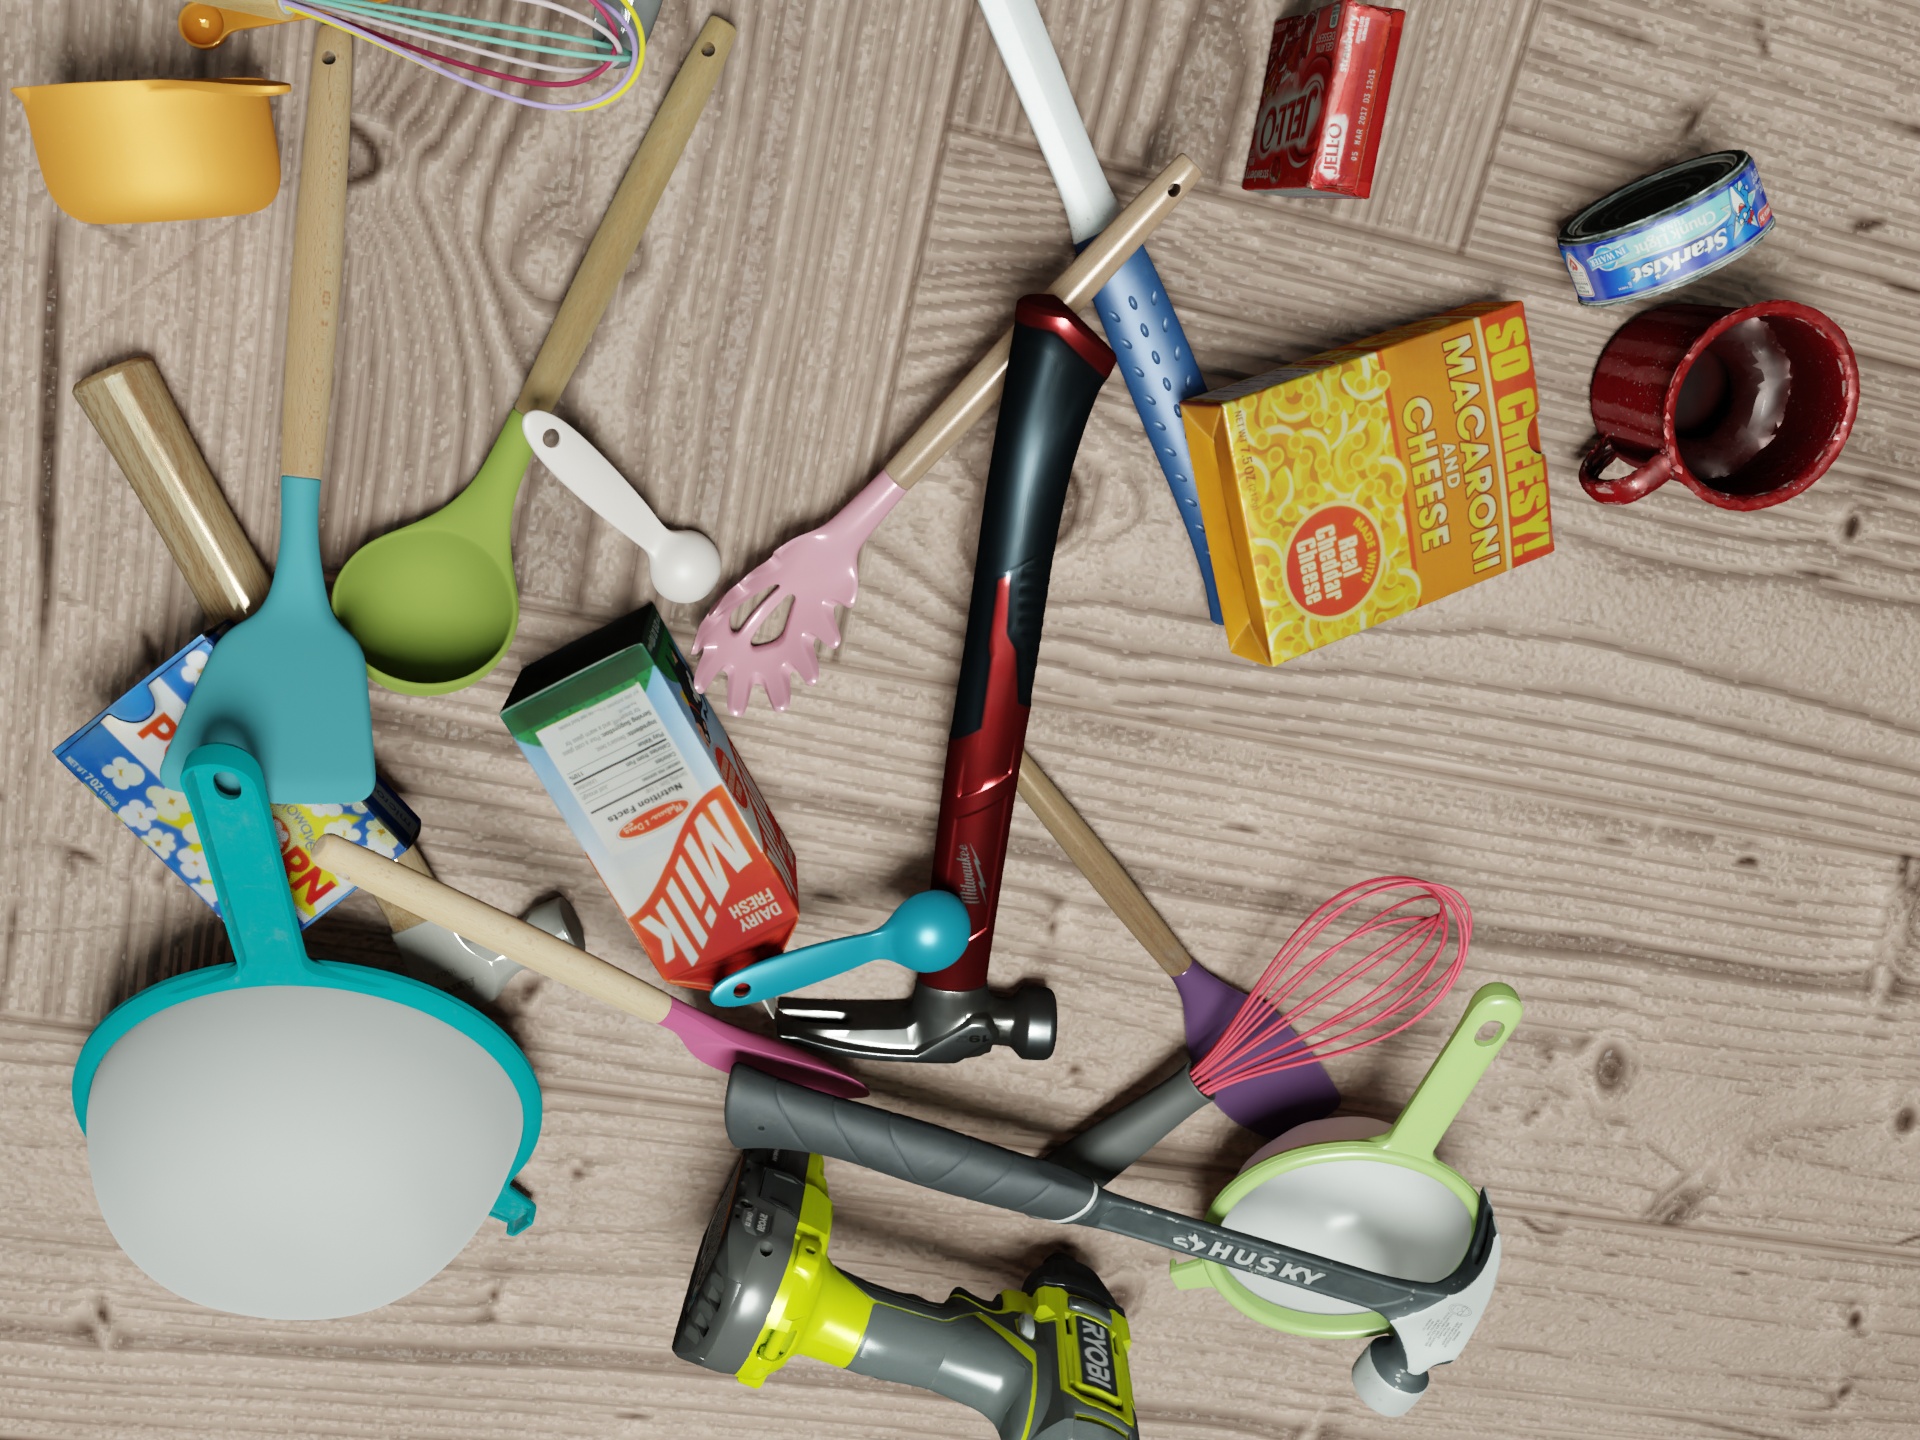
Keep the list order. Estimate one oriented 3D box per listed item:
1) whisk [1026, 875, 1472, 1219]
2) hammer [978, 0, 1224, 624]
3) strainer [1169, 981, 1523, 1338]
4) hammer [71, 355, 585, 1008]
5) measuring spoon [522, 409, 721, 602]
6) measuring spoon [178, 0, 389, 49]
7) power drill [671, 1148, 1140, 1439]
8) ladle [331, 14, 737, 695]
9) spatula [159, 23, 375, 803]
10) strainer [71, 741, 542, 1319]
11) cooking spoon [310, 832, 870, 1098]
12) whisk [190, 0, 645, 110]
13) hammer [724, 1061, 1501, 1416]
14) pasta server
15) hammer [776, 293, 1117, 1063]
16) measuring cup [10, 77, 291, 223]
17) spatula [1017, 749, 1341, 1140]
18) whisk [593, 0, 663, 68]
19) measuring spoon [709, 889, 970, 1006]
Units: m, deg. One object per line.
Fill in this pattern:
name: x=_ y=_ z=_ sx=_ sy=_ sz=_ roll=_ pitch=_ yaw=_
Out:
whisk: x=0.138 y=0.175 z=0.821 sx=0.073 sy=0.073 sz=0.296 roll=42 pitch=111 yaw=-18
hammer: x=0.063 y=-0.229 z=0.703 sx=0.144 sy=0.035 sz=0.405 roll=-26 pitch=110 yaw=1
strainer: x=0.219 y=0.218 z=0.833 sx=0.151 sy=0.069 sz=0.256 roll=17 pitch=121 yaw=-7
hammer: x=-0.304 y=-0.004 z=0.728 sx=0.130 sy=0.031 sz=0.331 roll=-23 pitch=109 yaw=0
measuring spoon: x=-0.147 y=-0.093 z=0.701 sx=0.034 sy=0.018 sz=0.124 roll=-52 pitch=133 yaw=-9
measuring spoon: x=-0.260 y=-0.296 z=0.651 sx=0.117 sy=0.011 sz=0.021 roll=-18 pitch=90 yaw=-5
power drill: x=-0.020 y=0.296 z=0.803 sx=0.223 sy=0.171 sz=0.080 roll=24 pitch=104 yaw=-6
ladle: x=-0.176 y=-0.154 z=0.685 sx=0.078 sy=0.062 sz=0.320 roll=28 pitch=100 yaw=-10
spatula: x=-0.269 y=-0.126 z=0.652 sx=0.082 sy=0.044 sz=0.317 roll=5 pitch=93 yaw=-9
strainer: x=-0.297 y=0.164 z=0.689 sx=0.211 sy=0.095 sz=0.340 roll=0 pitch=131 yaw=-9
cooking spoon: x=-0.156 y=0.123 z=0.731 sx=0.069 sy=0.017 sz=0.318 roll=-12 pitch=145 yaw=38
whisk: x=-0.242 y=-0.285 z=0.624 sx=0.245 sy=0.051 sz=0.047 roll=12 pitch=130 yaw=2
hammer: x=0.077 y=0.244 z=0.798 sx=0.409 sy=0.036 sz=0.149 roll=19 pitch=121 yaw=-8
pasta server: x=-0.009 y=-0.123 z=0.705 sx=0.060 sy=0.040 sz=0.316 roll=36 pitch=109 yaw=-28
hammer: x=-0.001 y=-0.002 z=0.737 sx=0.143 sy=0.038 sz=0.386 roll=4 pitch=117 yaw=-8
measuring cup: x=-0.286 y=-0.213 z=0.596 sx=0.095 sy=0.174 sz=0.052 roll=-21 pitch=119 yaw=-39
spatula: x=0.099 y=0.112 z=0.829 sx=0.060 sy=0.018 sz=0.315 roll=-36 pitch=110 yaw=8
whisk: x=-0.104 y=-0.378 z=0.627 sx=0.055 sy=0.055 sz=0.239 roll=16 pitch=109 yaw=-13
measuring spoon: x=-0.052 y=0.114 z=0.737 sx=0.128 sy=0.021 sz=0.042 roll=-15 pitch=118 yaw=-18
